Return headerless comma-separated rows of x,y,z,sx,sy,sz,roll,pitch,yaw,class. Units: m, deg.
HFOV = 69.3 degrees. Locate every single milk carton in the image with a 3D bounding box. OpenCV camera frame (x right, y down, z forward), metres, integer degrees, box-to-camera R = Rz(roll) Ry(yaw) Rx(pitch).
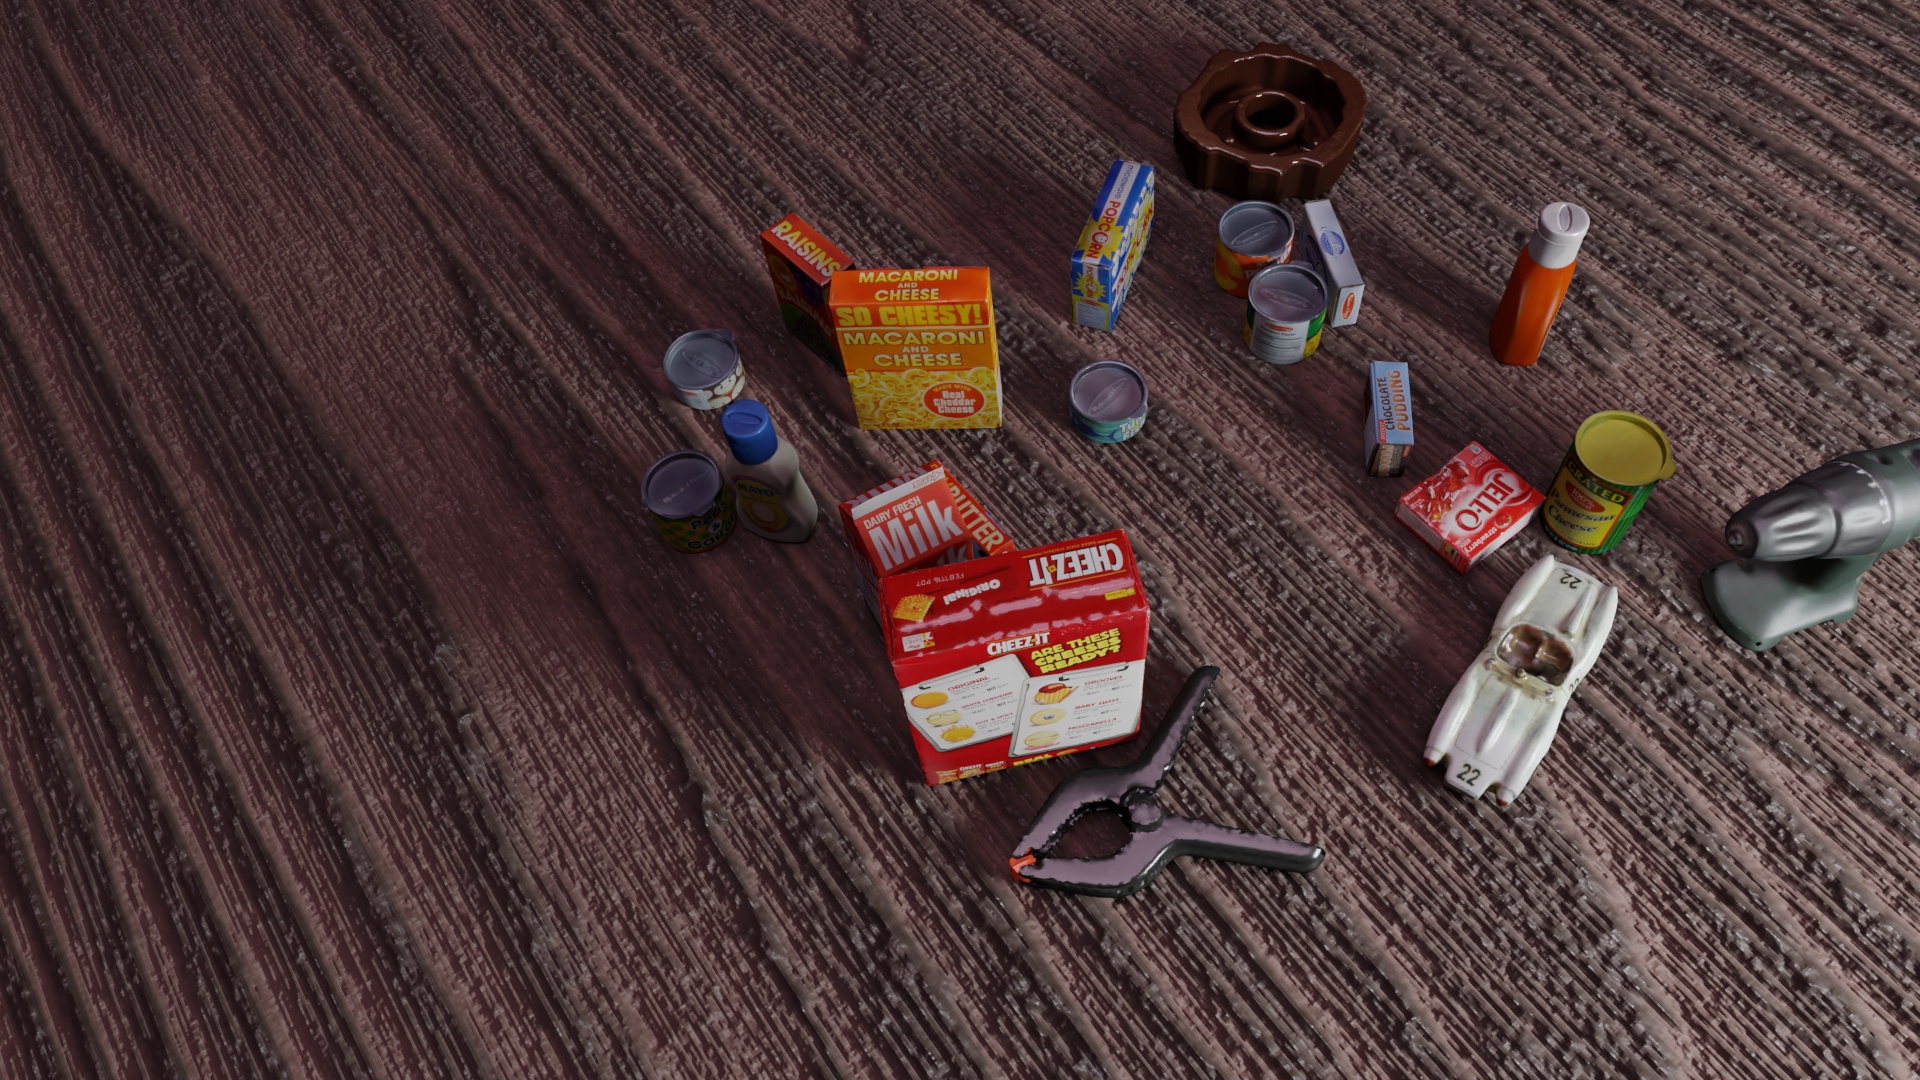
-0.035,0.013,1.012,0.072,0.189,0.074,-27,60,-10,milk carton

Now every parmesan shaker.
0.485,-0.040,1.046,0.071,0.102,0.071,-2,59,4,parmesan shaker

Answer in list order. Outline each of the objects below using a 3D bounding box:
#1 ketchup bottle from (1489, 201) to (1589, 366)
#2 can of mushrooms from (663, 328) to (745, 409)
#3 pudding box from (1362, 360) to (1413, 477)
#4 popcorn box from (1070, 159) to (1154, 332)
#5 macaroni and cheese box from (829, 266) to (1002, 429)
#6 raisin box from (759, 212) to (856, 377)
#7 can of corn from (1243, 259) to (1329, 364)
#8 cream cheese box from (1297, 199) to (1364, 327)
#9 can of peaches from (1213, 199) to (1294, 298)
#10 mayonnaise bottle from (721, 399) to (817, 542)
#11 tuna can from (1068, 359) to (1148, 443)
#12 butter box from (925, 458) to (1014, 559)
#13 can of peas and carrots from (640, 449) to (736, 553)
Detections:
0.467,-0.208,1.123,0.043,0.148,0.065,8,60,10,ketchup bottle
-0.223,-0.151,1.222,0.071,0.033,0.071,-2,59,4,can of mushrooms
0.346,-0.099,1.126,0.030,0.049,0.084,2,59,7,pudding box
0.135,-0.260,1.223,0.038,0.085,0.127,16,62,15,popcorn box
-0.033,-0.153,1.127,0.124,0.165,0.040,-1,59,5,macaroni and cheese box
-0.121,-0.210,1.195,0.040,0.122,0.086,-39,63,-17,raisin box
0.278,-0.195,1.186,0.071,0.058,0.071,-2,59,4,can of corn
0.322,-0.242,1.213,0.024,0.053,0.104,-10,58,-1,cream cheese box
0.259,-0.254,1.224,0.071,0.057,0.071,-2,59,4,can of peaches
-0.154,-0.053,1.088,0.065,0.147,0.041,13,61,13,mayonnaise bottle
0.126,-0.115,1.167,0.071,0.032,0.071,-2,59,4,tuna can
0.004,-0.014,1.105,0.024,0.053,0.104,-35,62,-14,butter box
-0.219,-0.030,1.133,0.071,0.058,0.071,-2,59,4,can of peas and carrots
